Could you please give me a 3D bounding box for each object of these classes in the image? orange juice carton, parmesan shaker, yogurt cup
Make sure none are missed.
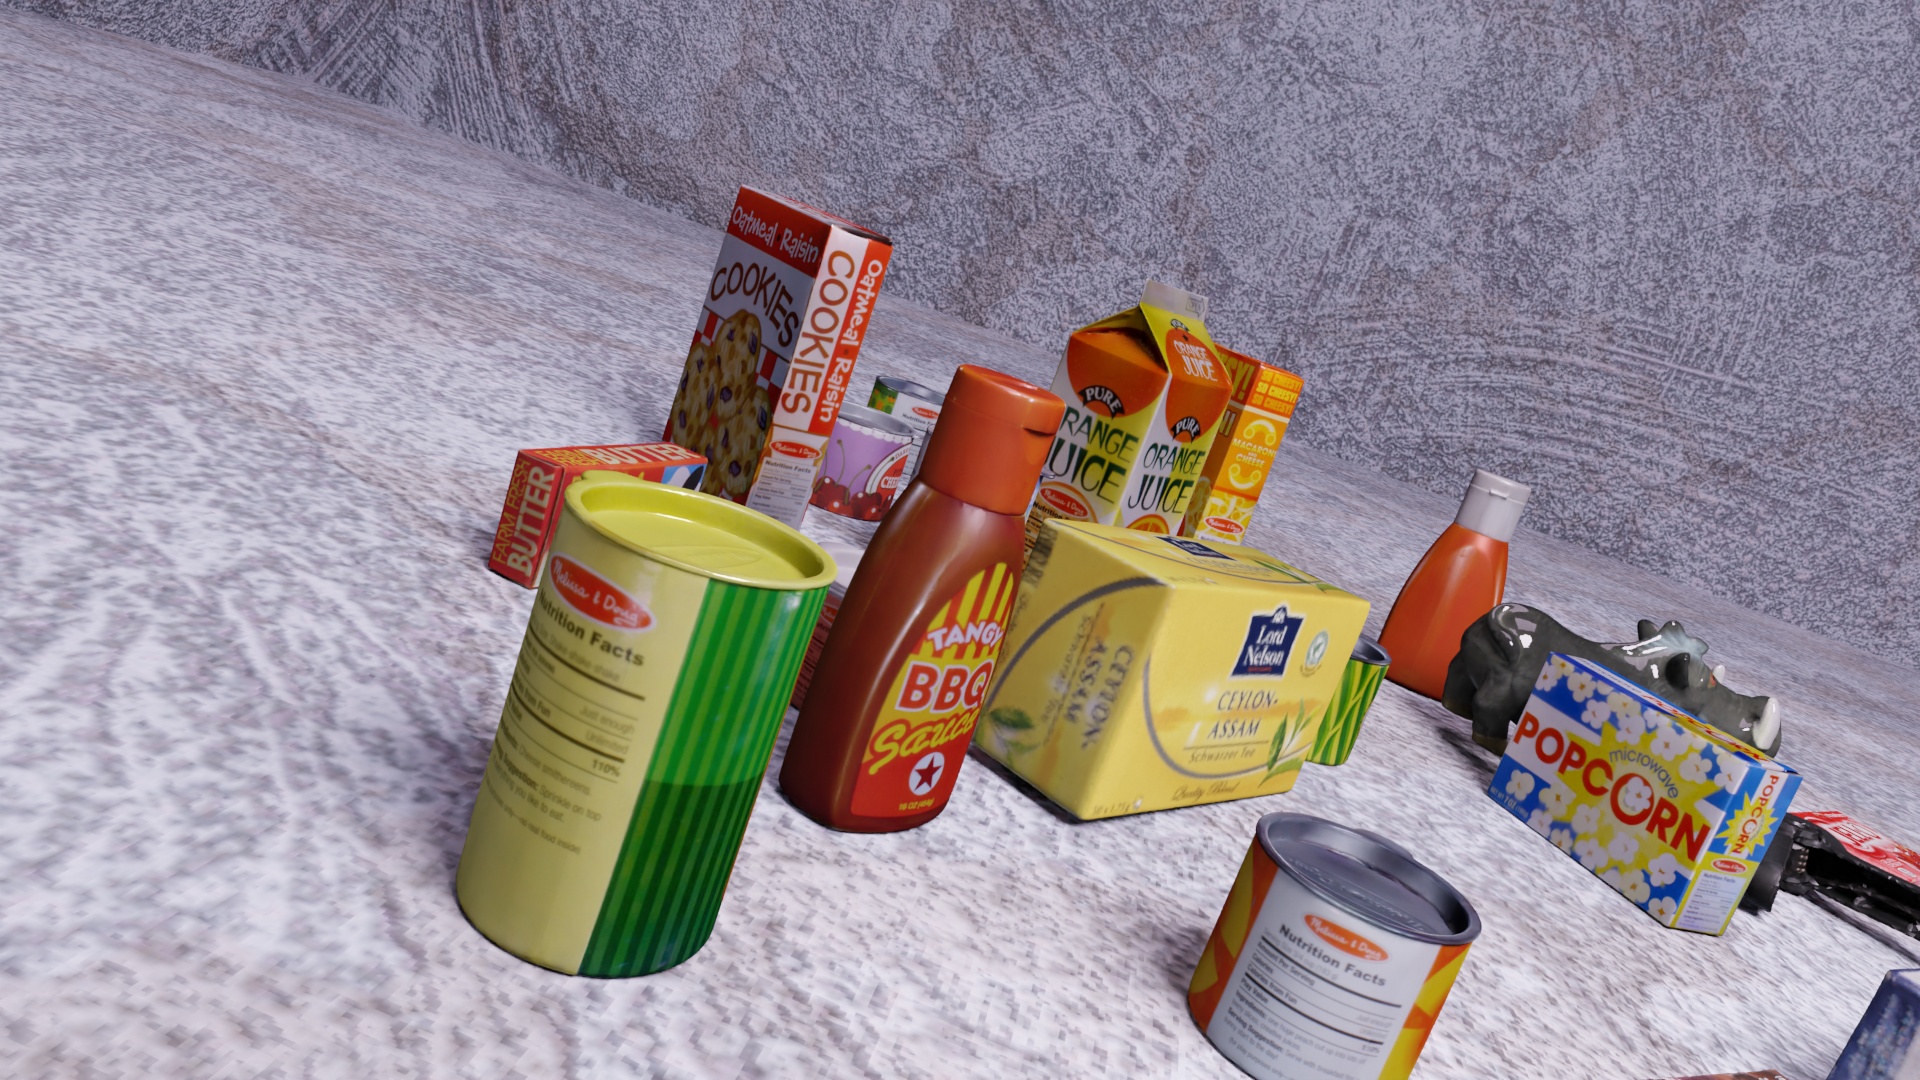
[{"bbox_3d":[0.088,-0.050,0.778,0.073,0.192,0.072,29,15,36],"label":"orange juice carton"},{"bbox_3d":[-0.079,0.043,0.341,0.071,0.102,0.071,19,12,-4],"label":"parmesan shaker"},{"bbox_3d":[-0.035,0.040,0.533,0.072,0.053,0.072,19,12,-4],"label":"yogurt cup"}]

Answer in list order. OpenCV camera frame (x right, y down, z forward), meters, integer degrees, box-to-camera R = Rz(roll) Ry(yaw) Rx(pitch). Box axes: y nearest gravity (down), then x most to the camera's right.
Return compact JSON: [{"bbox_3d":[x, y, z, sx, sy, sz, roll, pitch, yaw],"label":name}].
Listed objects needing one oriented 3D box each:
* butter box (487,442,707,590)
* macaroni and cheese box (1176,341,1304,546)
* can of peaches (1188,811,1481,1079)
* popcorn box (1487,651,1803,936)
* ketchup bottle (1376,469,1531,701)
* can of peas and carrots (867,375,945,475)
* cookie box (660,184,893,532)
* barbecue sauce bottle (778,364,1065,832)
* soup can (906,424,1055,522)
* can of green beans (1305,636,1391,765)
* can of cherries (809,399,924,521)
[{"bbox_3d":[-0.149,-0.013,0.583,0.024,0.053,0.104,24,13,19],"label":"butter box"},{"bbox_3d":[0.157,-0.050,0.943,0.040,0.166,0.124,14,13,-25],"label":"macaroni and cheese box"},{"bbox_3d":[0.107,0.120,0.401,0.071,0.058,0.071,19,12,-4],"label":"can of peaches"},{"bbox_3d":[0.324,0.118,0.672,0.038,0.085,0.127,14,14,-25],"label":"popcorn box"},{"bbox_3d":[0.324,0.028,0.905,0.065,0.148,0.043,23,13,16],"label":"ketchup bottle"},{"bbox_3d":[-0.041,-0.086,1.040,0.071,0.058,0.071,19,12,-4],"label":"can of peas and carrots"},{"bbox_3d":[-0.104,-0.098,0.751,0.040,0.167,0.123,11,15,-36],"label":"cookie box"},{"bbox_3d":[-0.009,0.019,0.445,0.044,0.148,0.065,29,15,37],"label":"barbecue sauce bottle"},{"bbox_3d":[0.003,-0.009,0.727,0.071,0.083,0.071,19,12,-4],"label":"soup can"},{"bbox_3d":[0.174,0.073,0.700,0.071,0.057,0.071,19,12,-4],"label":"can of green beans"},{"bbox_3d":[-0.065,-0.049,0.852,0.071,0.058,0.071,19,12,-4],"label":"can of cherries"}]
